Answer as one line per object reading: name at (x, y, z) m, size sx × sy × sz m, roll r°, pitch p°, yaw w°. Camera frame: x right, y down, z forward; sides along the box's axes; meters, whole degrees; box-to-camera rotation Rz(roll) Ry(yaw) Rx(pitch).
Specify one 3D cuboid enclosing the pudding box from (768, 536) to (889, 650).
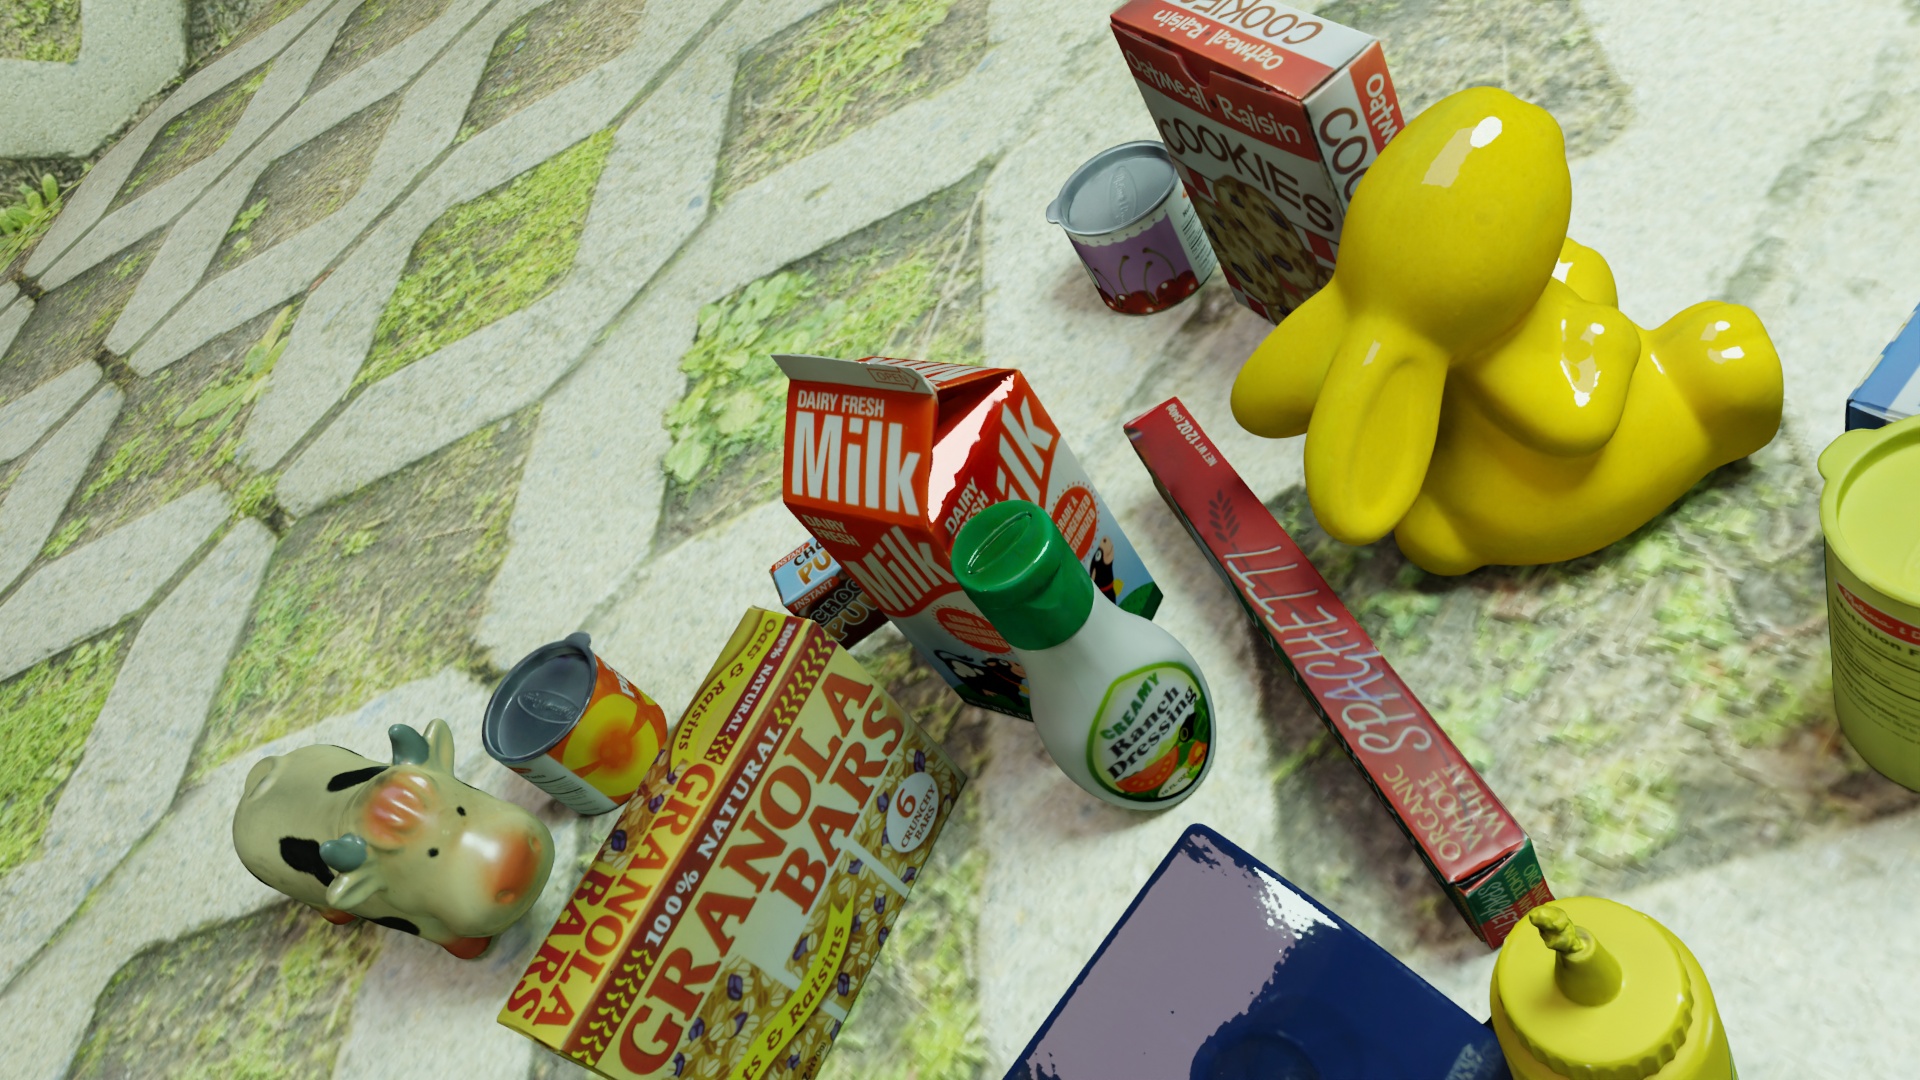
pudding box at (-0.041, 0.010, 0.646) m, size 0.083 × 0.049 × 0.030 m, roll -35°, pitch 43°, yaw 3°

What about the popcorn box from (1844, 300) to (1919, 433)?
popcorn box at (0.327, -0.055, 0.433) m, size 0.127 × 0.085 × 0.038 m, roll -48°, pitch 44°, yaw -11°

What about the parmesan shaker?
parmesan shaker at (0.279, 0.019, 0.389) m, size 0.071 × 0.102 × 0.072 m, roll -18°, pitch 47°, yaw 20°

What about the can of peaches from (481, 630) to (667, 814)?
can of peaches at (-0.183, 0.088, 0.667) m, size 0.071 × 0.058 × 0.071 m, roll -18°, pitch 47°, yaw 20°

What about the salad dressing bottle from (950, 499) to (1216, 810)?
salad dressing bottle at (0.045, 0.043, 0.490) m, size 0.064 × 0.147 × 0.044 m, roll -44°, pitch 43°, yaw -6°

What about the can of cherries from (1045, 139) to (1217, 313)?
can of cherries at (0.087, -0.156, 0.697) m, size 0.071 × 0.058 × 0.072 m, roll -18°, pitch 47°, yaw 20°

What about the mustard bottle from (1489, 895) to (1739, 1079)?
mustard bottle at (0.160, 0.125, 0.336) m, size 0.049 × 0.159 × 0.065 m, roll -13°, pitch 48°, yaw 25°

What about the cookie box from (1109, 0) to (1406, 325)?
cookie box at (0.138, -0.144, 0.573) m, size 0.040 × 0.167 × 0.123 m, roll -41°, pitch 43°, yaw -2°

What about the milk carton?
milk carton at (0.002, -0.007, 0.529) m, size 0.072 × 0.190 × 0.074 m, roll 10°, pitch 61°, yaw 39°

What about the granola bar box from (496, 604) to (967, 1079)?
granola bar box at (-0.073, 0.126, 0.514) m, size 0.039 × 0.124 × 0.166 m, roll 9°, pitch 60°, yaw 38°

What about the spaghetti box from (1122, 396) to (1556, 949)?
spaghetti box at (0.129, 0.035, 0.513) m, size 0.028 × 0.050 × 0.251 m, roll -33°, pitch 43°, yaw 5°
